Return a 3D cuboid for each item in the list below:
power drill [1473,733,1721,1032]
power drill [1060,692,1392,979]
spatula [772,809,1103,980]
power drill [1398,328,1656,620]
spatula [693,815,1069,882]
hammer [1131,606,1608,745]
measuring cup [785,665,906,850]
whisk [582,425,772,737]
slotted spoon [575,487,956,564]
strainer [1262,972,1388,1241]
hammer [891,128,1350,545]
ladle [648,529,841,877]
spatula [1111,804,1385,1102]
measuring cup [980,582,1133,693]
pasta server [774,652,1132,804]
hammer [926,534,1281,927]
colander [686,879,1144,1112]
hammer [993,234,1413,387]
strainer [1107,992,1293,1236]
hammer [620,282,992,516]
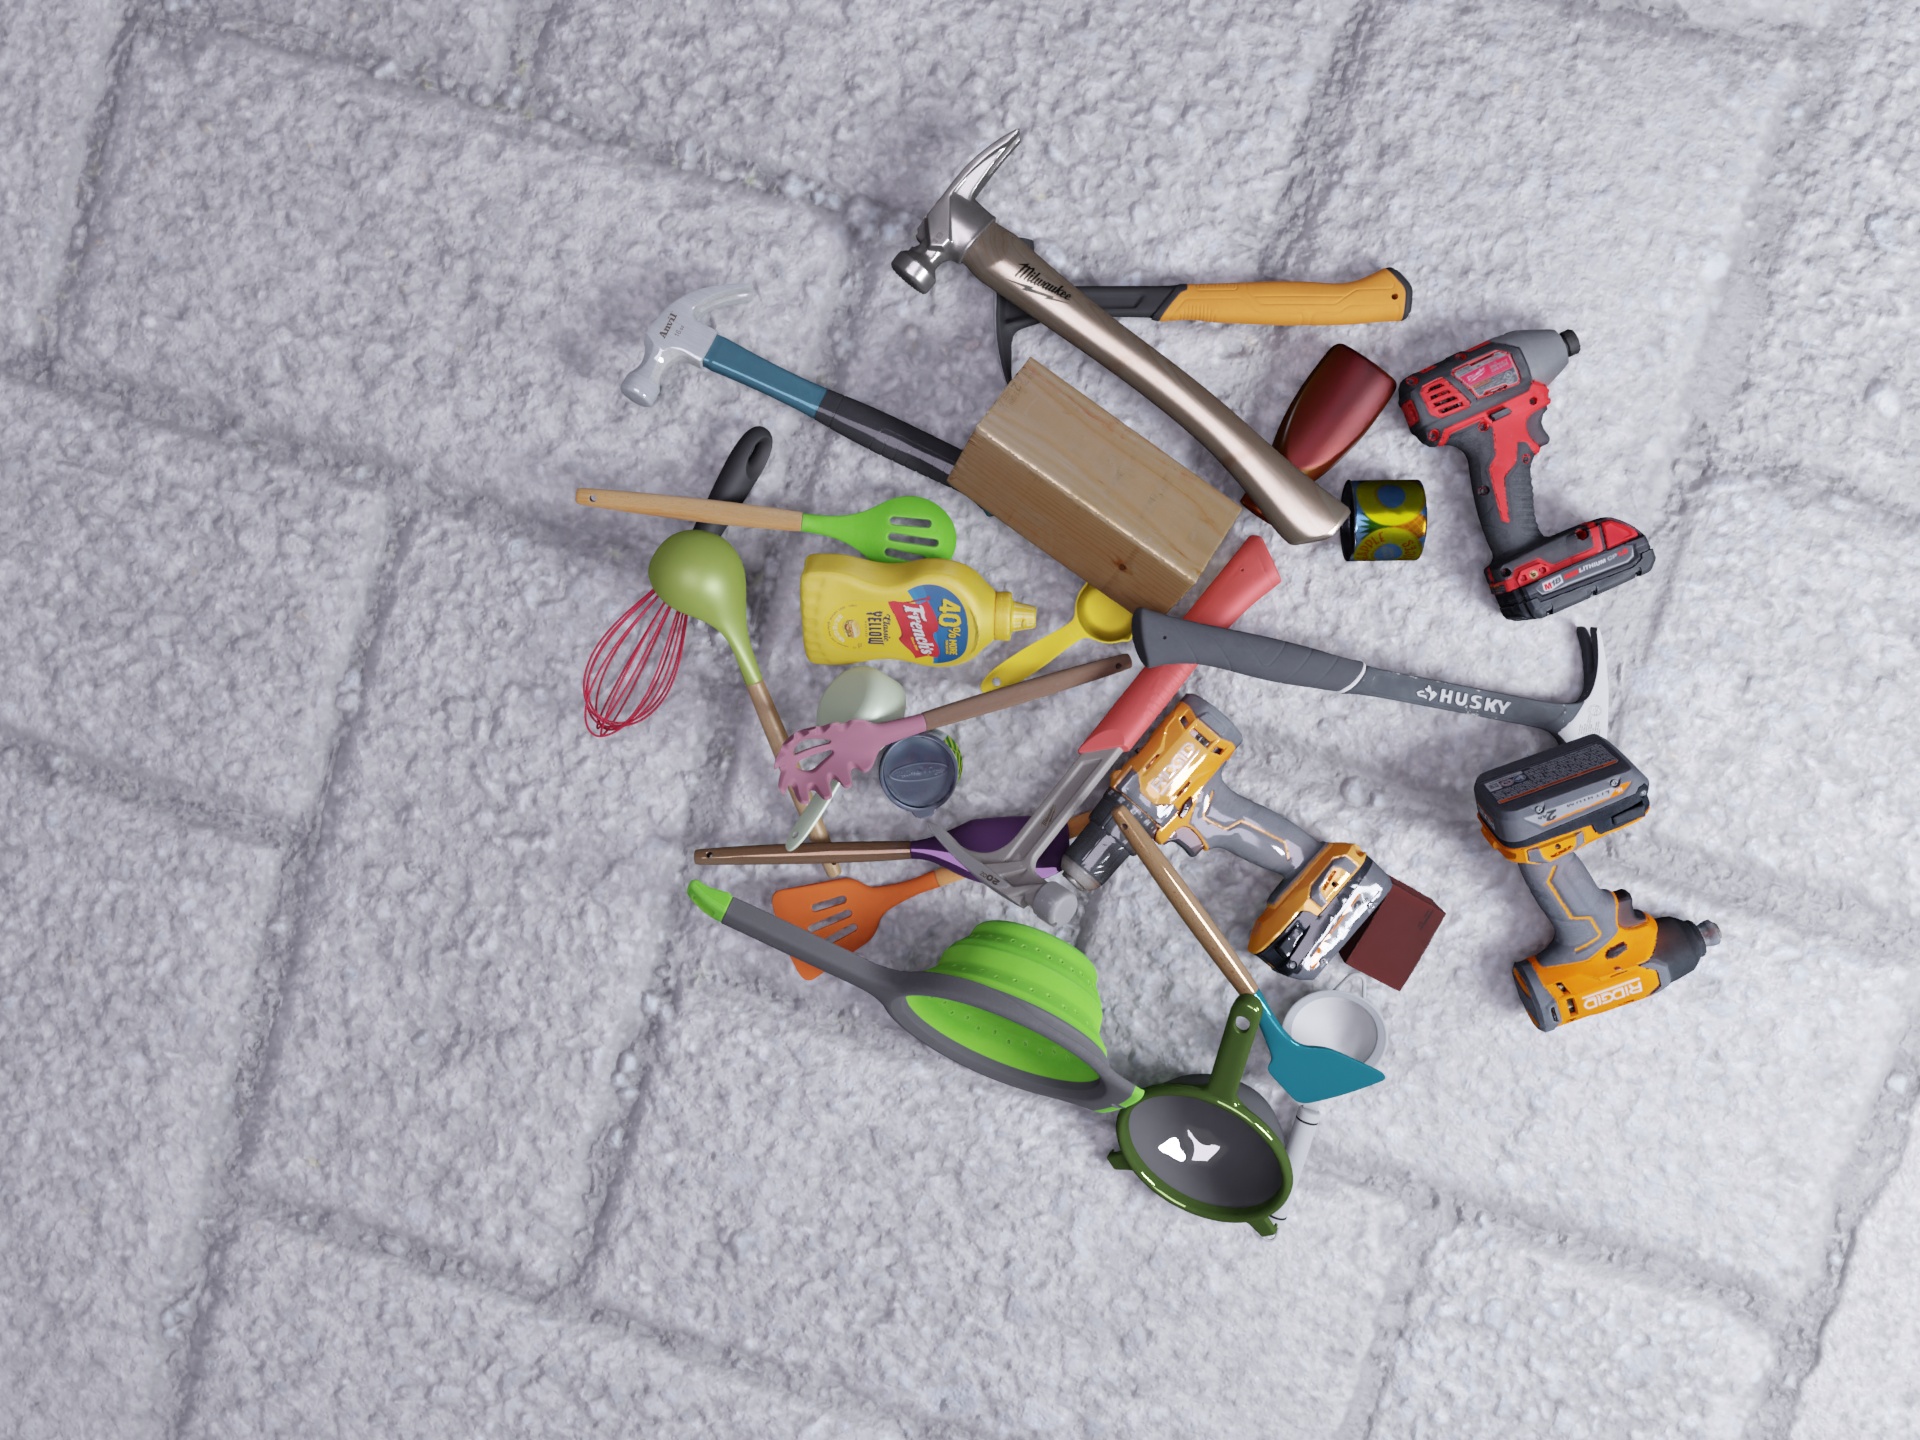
[{"bbox_3d":[0.508,0.130,1.263,0.164,0.084,0.226,-20,113,5],"label":"power drill"},{"bbox_3d":[0.210,0.116,1.296,0.226,0.084,0.185,42,87,2],"label":"power drill"},{"bbox_3d":[0.002,0.126,1.343,0.322,0.041,0.081,-21,88,5],"label":"spatula"},{"bbox_3d":[0.456,-0.200,1.267,0.143,0.078,0.219,-24,90,5],"label":"power drill"},{"bbox_3d":[-0.067,0.111,1.330,0.316,0.018,0.060,-2,72,4],"label":"spatula"},{"bbox_3d":[0.331,-0.035,1.264,0.409,0.036,0.149,11,92,-11],"label":"hammer"},{"bbox_3d":[-0.108,0.029,1.309,0.038,0.083,0.167,40,77,-40],"label":"measuring cup"},{"bbox_3d":[-0.236,-0.116,1.335,0.073,0.073,0.296,29,91,1],"label":"whisk"},{"bbox_3d":[-0.156,-0.164,1.305,0.313,0.031,0.070,6,100,-7],"label":"slotted spoon"},{"bbox_3d":[0.293,0.323,1.338,0.087,0.050,0.258,16,101,5],"label":"strainer"},{"bbox_3d":[0.146,-0.290,1.263,0.410,0.038,0.146,39,94,2],"label":"hammer"},{"bbox_3d":[-0.169,-0.009,1.321,0.062,0.078,0.320,1,119,47],"label":"ladle"},{"bbox_3d":[0.215,0.189,1.254,0.082,0.044,0.317,-29,102,35],"label":"spatula"},{"bbox_3d":[0.084,-0.067,1.331,0.156,0.029,0.062,-33,91,13],"label":"measuring cup"},{"bbox_3d":[-0.002,-0.004,1.285,0.316,0.040,0.060,-17,111,-15],"label":"pasta server"},{"bbox_3d":[0.132,-0.008,1.288,0.149,0.036,0.359,33,80,38],"label":"hammer"},{"bbox_3d":[-0.026,0.191,1.293,0.397,0.204,0.094,26,65,-4],"label":"colander"},{"bbox_3d":[0.195,-0.332,1.294,0.337,0.034,0.127,0,94,4],"label":"hammer"},{"bbox_3d":[0.215,0.299,1.290,0.151,0.069,0.256,21,129,17],"label":"strainer"},{"bbox_3d":[-0.103,-0.254,1.313,0.331,0.033,0.128,26,79,-2],"label":"hammer"}]
